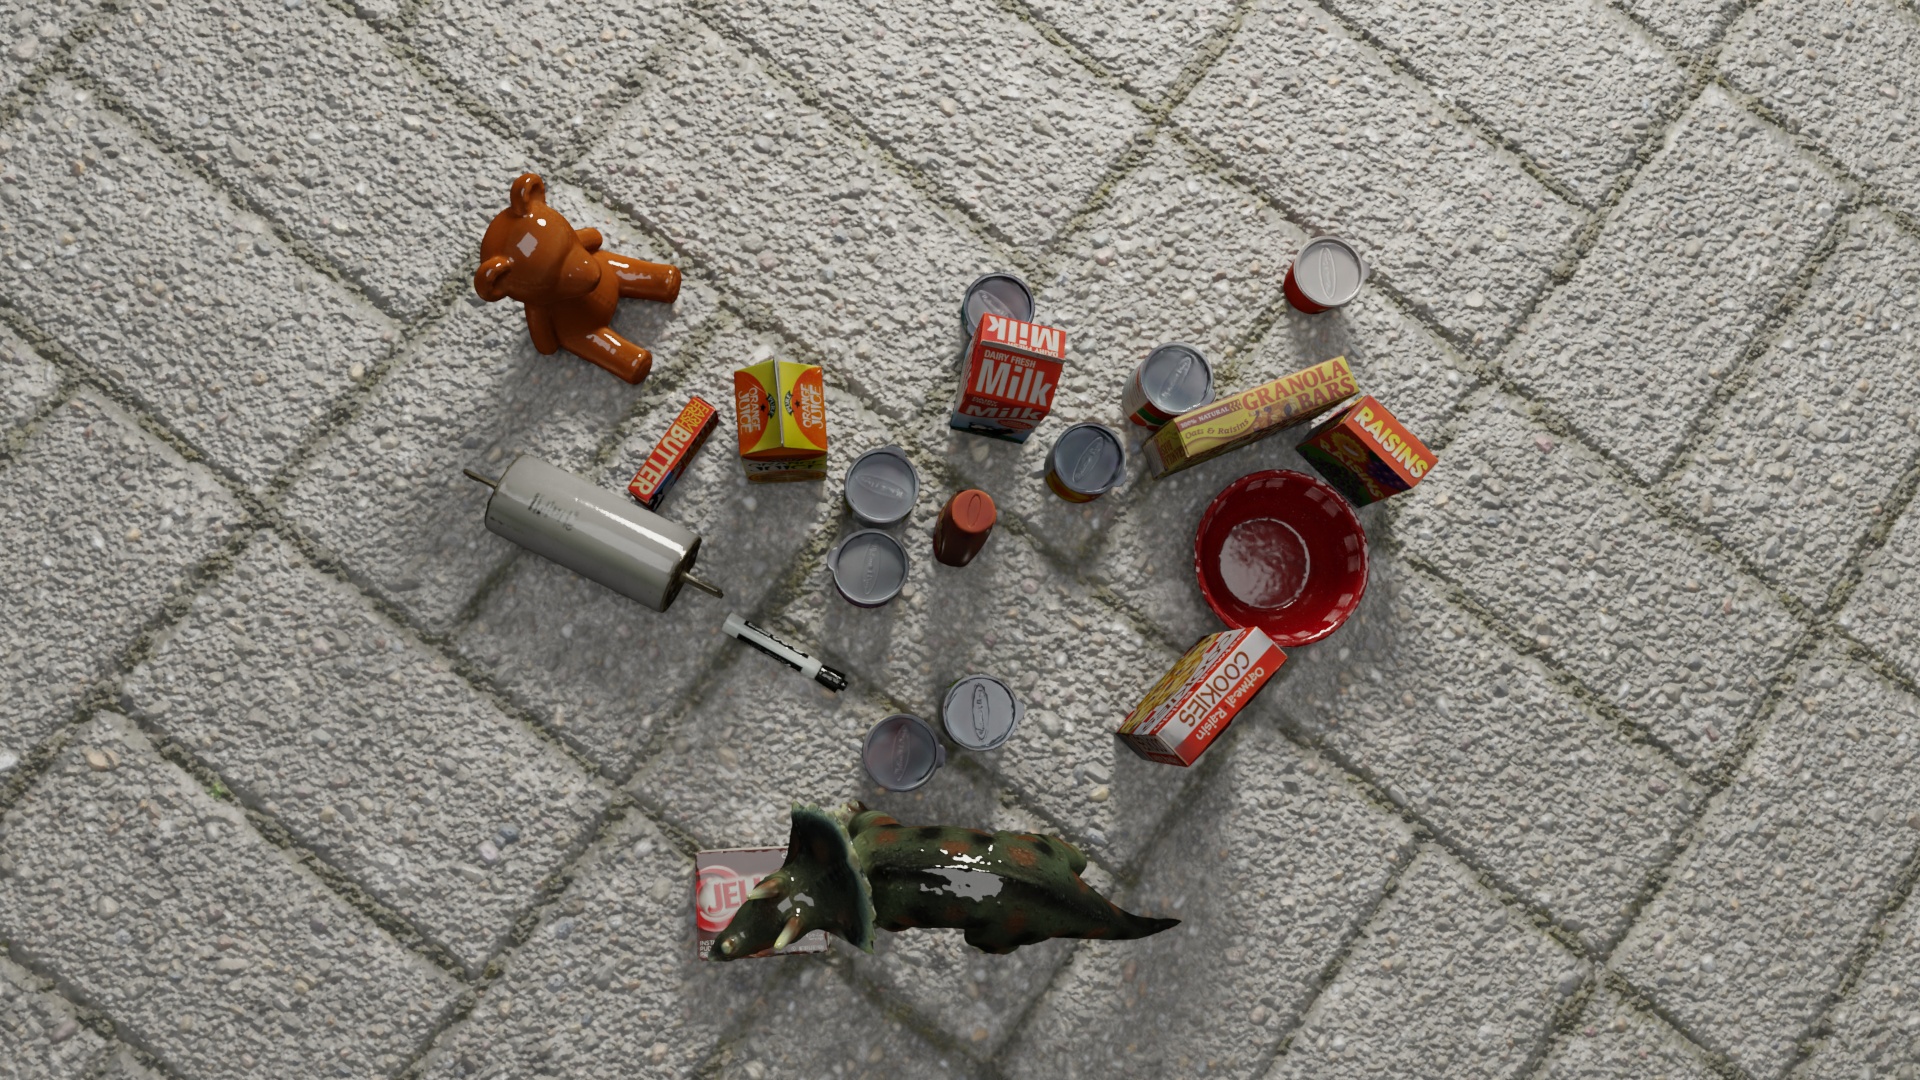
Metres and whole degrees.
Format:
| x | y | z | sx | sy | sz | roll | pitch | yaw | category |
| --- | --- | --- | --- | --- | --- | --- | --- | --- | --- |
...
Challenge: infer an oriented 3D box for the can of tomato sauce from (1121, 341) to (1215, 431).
| x | y | z | sx | sy | sz | roll | pitch | yaw | category |
| --- | --- | --- | --- | --- | --- | --- | --- | --- | --- |
| 0.189 | -0.138 | 1.261 | 0.071 | 0.083 | 0.071 | 1 | 83 | -6 | can of tomato sauce |

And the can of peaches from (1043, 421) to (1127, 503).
| x | y | z | sx | sy | sz | roll | pitch | yaw | category |
| --- | --- | --- | --- | --- | --- | --- | --- | --- | --- |
| 0.113 | -0.068 | 1.257 | 0.071 | 0.058 | 0.071 | 1 | 83 | -6 | can of peaches |

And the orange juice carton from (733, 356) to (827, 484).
| x | y | z | sx | sy | sz | roll | pitch | yaw | category |
| --- | --- | --- | --- | --- | --- | --- | --- | --- | --- |
| -0.150 | -0.097 | 1.166 | 0.073 | 0.192 | 0.072 | -4 | 84 | -6 | orange juice carton |

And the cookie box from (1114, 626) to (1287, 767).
| x | y | z | sx | sy | sz | roll | pitch | yaw | category |
| --- | --- | --- | --- | --- | --- | --- | --- | --- | --- |
| 0.202 | 0.134 | 1.184 | 0.040 | 0.167 | 0.123 | 44 | 81 | 1 | cookie box |

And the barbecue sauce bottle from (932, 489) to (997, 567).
| x | y | z | sx | sy | sz | roll | pitch | yaw | category |
| --- | --- | --- | --- | --- | --- | --- | --- | --- | --- |
| 0.004 | -0.015 | 1.193 | 0.044 | 0.148 | 0.065 | 13 | 82 | -4 | barbecue sauce bottle |

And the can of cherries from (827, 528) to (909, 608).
| x | y | z | sx | sy | sz | roll | pitch | yaw | category |
| --- | --- | --- | --- | --- | --- | --- | --- | --- | --- |
| -0.082 | 0.024 | 1.225 | 0.071 | 0.058 | 0.071 | 1 | 83 | -6 | can of cherries |

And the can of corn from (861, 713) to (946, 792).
| x | y | z | sx | sy | sz | roll | pitch | yaw | category |
| --- | --- | --- | --- | --- | --- | --- | --- | --- | --- |
| -0.050 | 0.184 | 1.207 | 0.071 | 0.058 | 0.071 | 1 | 83 | -6 | can of corn |

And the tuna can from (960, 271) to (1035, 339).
| x | y | z | sx | sy | sz | roll | pitch | yaw | category |
| --- | --- | --- | --- | --- | --- | --- | --- | --- | --- |
| 0.032 | -0.209 | 1.280 | 0.071 | 0.033 | 0.071 | 1 | 83 | -6 | tuna can |

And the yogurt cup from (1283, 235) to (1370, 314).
| x | y | z | sx | sy | sz | roll | pitch | yaw | category |
| --- | --- | --- | --- | --- | --- | --- | --- | --- | --- |
| 0.339 | -0.246 | 1.306 | 0.072 | 0.054 | 0.072 | 1 | 83 | -6 | yogurt cup |

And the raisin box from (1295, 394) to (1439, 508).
| x | y | z | sx | sy | sz | roll | pitch | yaw | category |
| --- | --- | --- | --- | --- | --- | --- | --- | --- | --- |
| 0.364 | -0.078 | 1.251 | 0.086 | 0.123 | 0.040 | 44 | 81 | 1 | raisin box |

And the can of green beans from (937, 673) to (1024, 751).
| x | y | z | sx | sy | sz | roll | pitch | yaw | category |
| --- | --- | --- | --- | --- | --- | --- | --- | --- | --- |
| 0.015 | 0.151 | 1.218 | 0.071 | 0.057 | 0.071 | 1 | 83 | -6 | can of green beans |

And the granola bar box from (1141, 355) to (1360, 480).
| x | y | z | sx | sy | sz | roll | pitch | yaw | category |
| --- | --- | --- | --- | --- | --- | --- | --- | --- | --- |
| 0.255 | -0.109 | 1.244 | 0.166 | 0.124 | 0.039 | -21 | 86 | -8 | granola bar box |

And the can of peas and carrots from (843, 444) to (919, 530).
| x | y | z | sx | sy | sz | roll | pitch | yaw | category |
| --- | --- | --- | --- | --- | --- | --- | --- | --- | --- |
| -0.070 | -0.047 | 1.235 | 0.071 | 0.058 | 0.071 | 1 | 83 | -6 | can of peas and carrots |

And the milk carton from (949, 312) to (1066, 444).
| x | y | z | sx | sy | sz | roll | pitch | yaw | category |
| --- | --- | --- | --- | --- | --- | --- | --- | --- | --- |
| 0.041 | -0.140 | 1.192 | 0.072 | 0.190 | 0.073 | 12 | 82 | -4 | milk carton |

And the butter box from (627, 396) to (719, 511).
| x | y | z | sx | sy | sz | roll | pitch | yaw | category |
| --- | --- | --- | --- | --- | --- | --- | --- | --- | --- |
| -0.252 | -0.076 | 1.223 | 0.024 | 0.053 | 0.103 | 34 | 81 | -1 | butter box |
